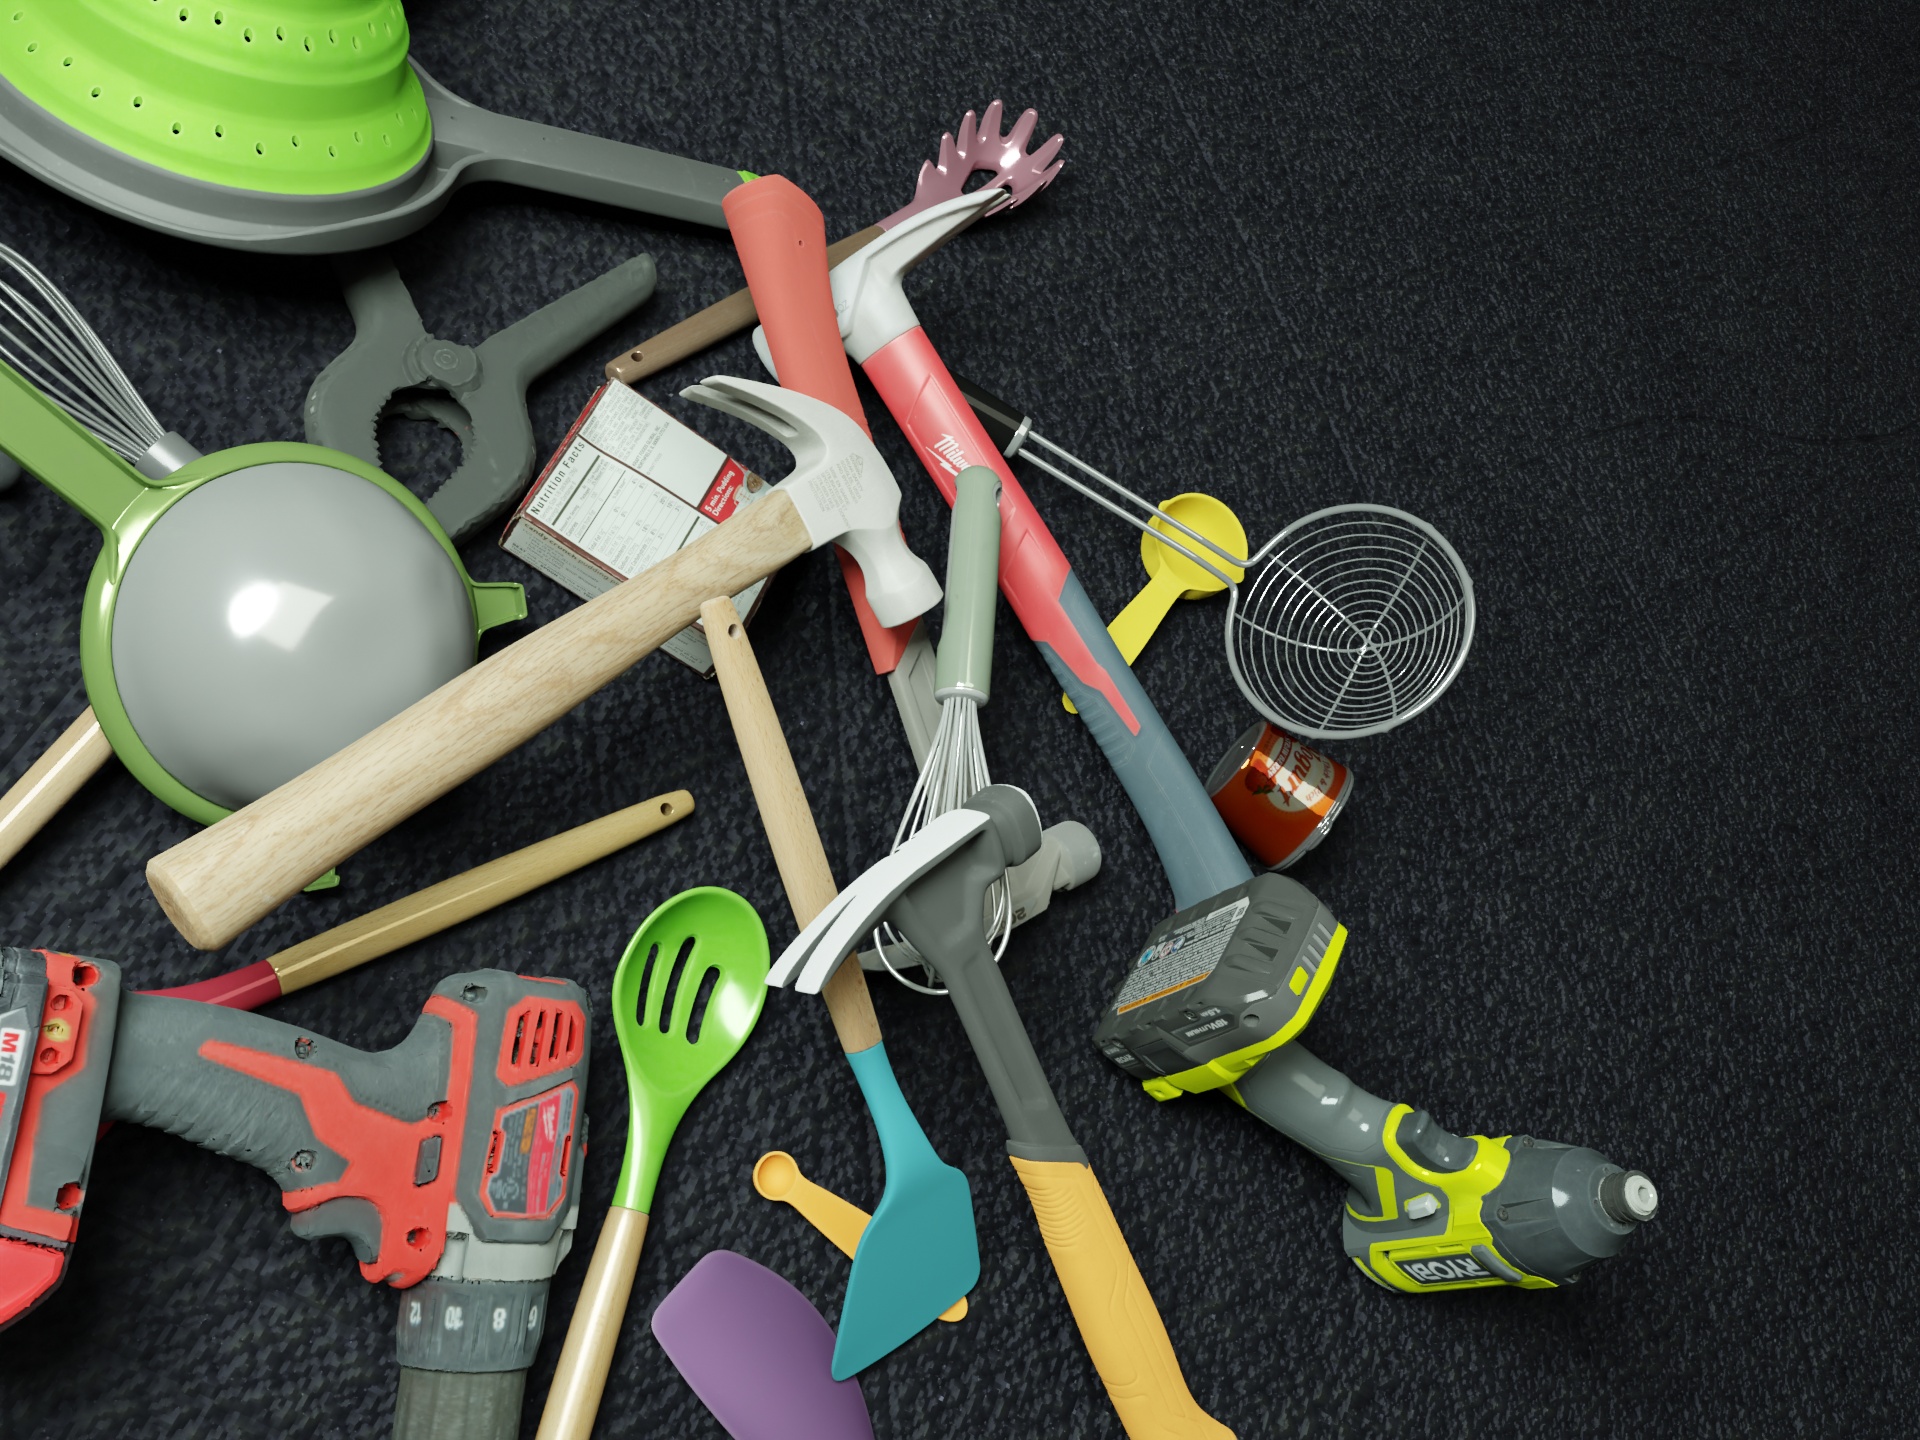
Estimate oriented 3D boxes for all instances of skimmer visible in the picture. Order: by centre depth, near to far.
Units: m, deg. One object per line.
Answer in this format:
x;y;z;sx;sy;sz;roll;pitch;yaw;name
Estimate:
0.085;-0.116;0.802;0.363;0.090;0.127;30;89;-6;skimmer

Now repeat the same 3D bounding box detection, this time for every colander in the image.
-0.228;-0.286;0.681;0.397;0.094;0.205;1;50;-35;colander

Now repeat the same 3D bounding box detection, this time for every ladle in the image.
-0.235;0.085;0.603;0.315;0.031;0.069;-24;92;-36;ladle

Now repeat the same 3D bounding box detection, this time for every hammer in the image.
-0.144;-0.027;0.596;0.331;0.031;0.130;-39;109;-35;hammer
0.039;0.200;0.646;0.127;0.034;0.336;-36;110;-36;hammer
-0.046;-0.070;0.728;0.149;0.037;0.359;-20;92;-39;hammer
0.058;-0.065;0.783;0.386;0.143;0.038;58;15;-4;hammer

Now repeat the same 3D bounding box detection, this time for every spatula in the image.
-0.054;0.105;0.631;0.082;0.044;0.317;-22;98;-38;spatula
-0.008;0.342;0.638;0.316;0.018;0.060;52;49;-2;spatula

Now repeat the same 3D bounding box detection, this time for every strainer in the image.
-0.260;-0.059;0.553;0.256;0.069;0.151;49;60;-39;strainer

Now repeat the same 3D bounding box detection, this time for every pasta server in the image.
-0.059;-0.247;0.829;0.060;0.040;0.316;46;56;8;pasta server

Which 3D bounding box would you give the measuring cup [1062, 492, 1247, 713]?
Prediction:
0.098;-0.059;0.858;0.062;0.029;0.156;42;68;-6;measuring cup

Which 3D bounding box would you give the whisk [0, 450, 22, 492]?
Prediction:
-0.466;-0.167;0.554;0.284;0.070;0.070;35;58;-20;whisk

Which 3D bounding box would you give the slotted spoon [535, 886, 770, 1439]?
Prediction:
-0.136;0.213;0.609;0.070;0.031;0.314;31;60;-33;slotted spoon

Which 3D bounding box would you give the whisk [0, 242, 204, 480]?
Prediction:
-0.314;-0.105;0.622;0.239;0.055;0.055;42;56;-14;whisk

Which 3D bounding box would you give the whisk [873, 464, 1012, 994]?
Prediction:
-0.001;-0.002;0.699;0.059;0.057;0.246;1;69;9;whisk

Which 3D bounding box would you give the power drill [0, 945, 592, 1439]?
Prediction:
-0.233;0.169;0.528;0.226;0.080;0.188;16;72;-38;power drill

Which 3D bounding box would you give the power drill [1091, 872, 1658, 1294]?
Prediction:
0.186;0.175;0.726;0.223;0.171;0.080;40;57;-7;power drill

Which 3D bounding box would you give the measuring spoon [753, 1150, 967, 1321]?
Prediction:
-0.042;0.220;0.673;0.116;0.011;0.021;41;59;-15;measuring spoon

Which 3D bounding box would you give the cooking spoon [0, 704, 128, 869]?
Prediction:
-0.328;0.031;0.558;0.068;0.017;0.319;39;64;-12;cooking spoon
